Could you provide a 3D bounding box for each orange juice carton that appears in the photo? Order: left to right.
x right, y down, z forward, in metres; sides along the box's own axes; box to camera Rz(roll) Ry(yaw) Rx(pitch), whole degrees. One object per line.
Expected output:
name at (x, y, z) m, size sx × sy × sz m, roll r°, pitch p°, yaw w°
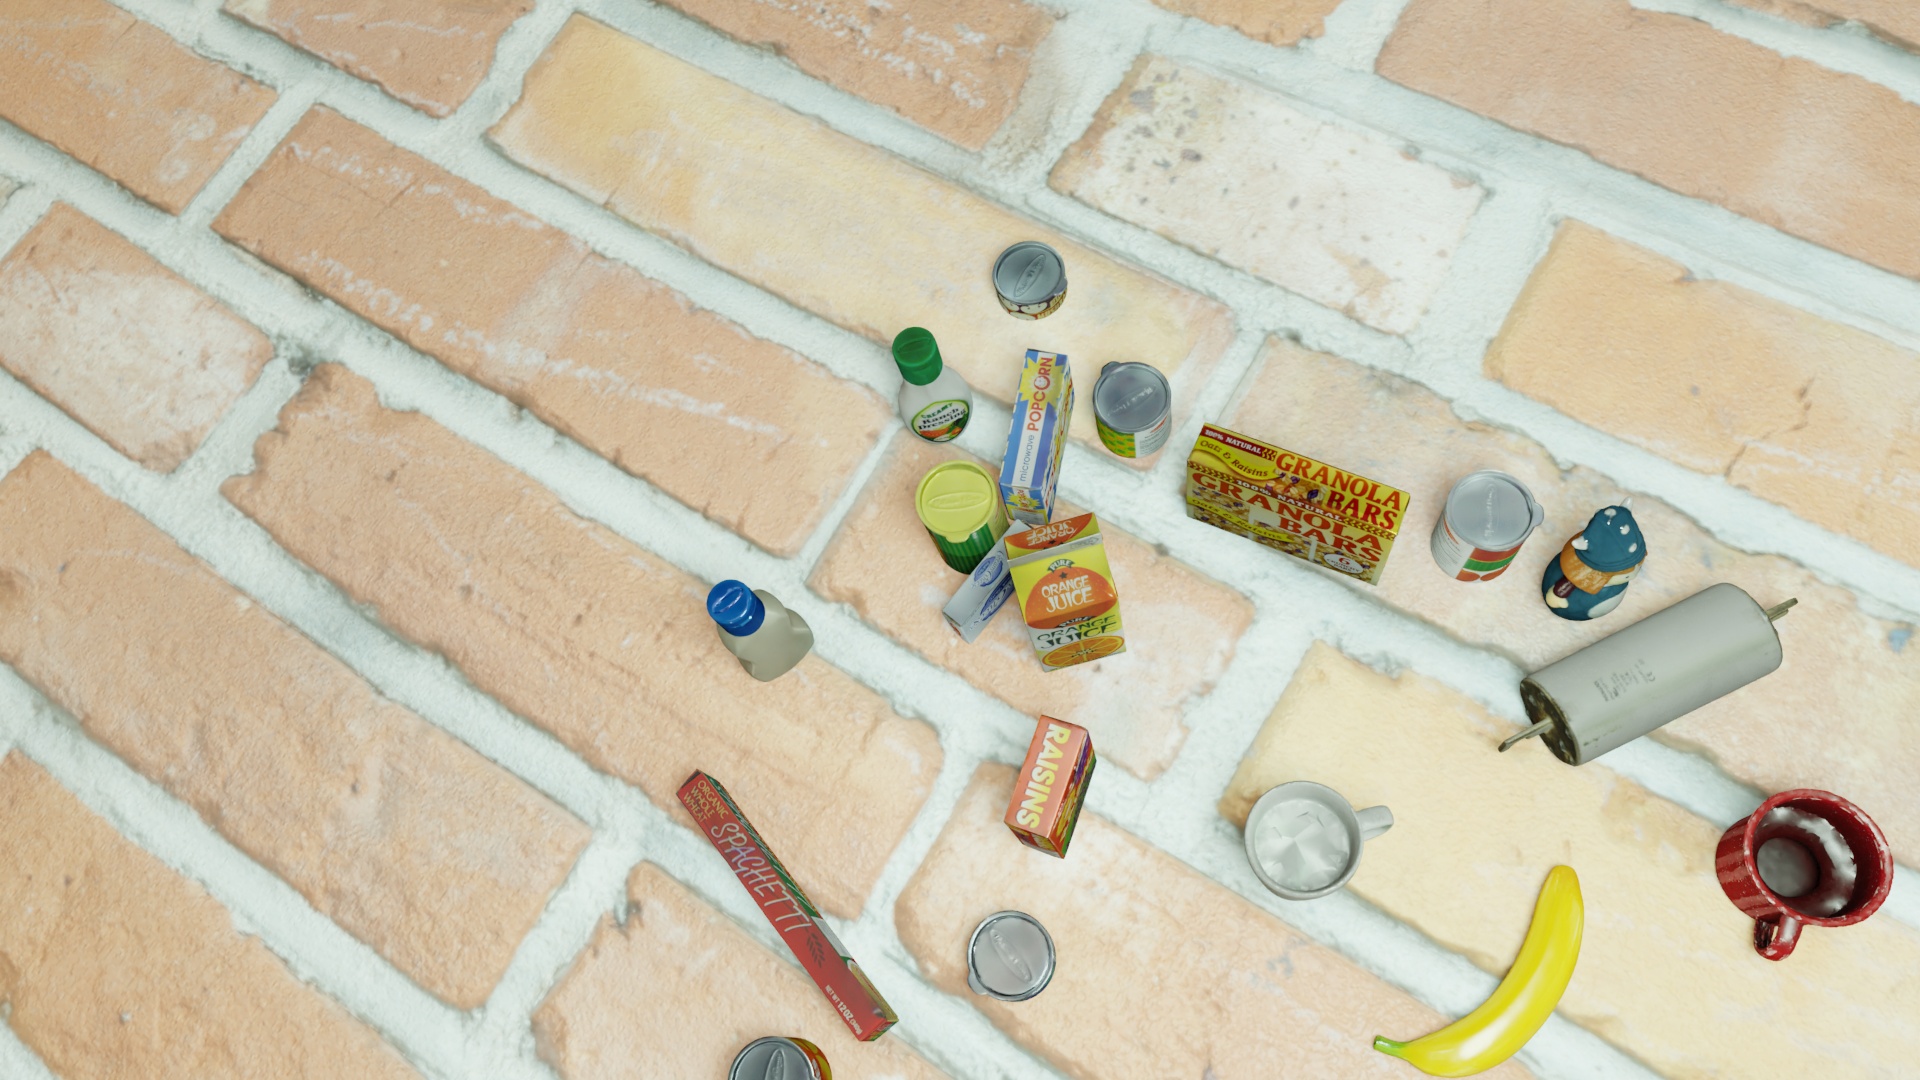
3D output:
orange juice carton at (0.081, 0.037, 1.070) m, size 0.072 × 0.192 × 0.073 m, roll -15°, pitch 68°, yaw 4°

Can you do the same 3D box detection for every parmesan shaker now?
parmesan shaker at (0.004, -0.014, 1.151) m, size 0.071 × 0.102 × 0.071 m, roll -3°, pitch 69°, yaw 8°

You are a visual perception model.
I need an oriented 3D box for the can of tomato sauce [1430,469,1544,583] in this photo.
can of tomato sauce at (0.412, -0.010, 1.093) m, size 0.071 × 0.083 × 0.071 m, roll -3°, pitch 69°, yaw 8°

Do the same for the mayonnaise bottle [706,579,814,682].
mayonnaise bottle at (-0.165, 0.070, 1.122) m, size 0.065 × 0.147 × 0.041 m, roll -40°, pitch 69°, yaw -6°

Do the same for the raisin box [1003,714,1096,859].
raisin box at (0.070, 0.189, 1.052) m, size 0.040 × 0.123 × 0.086 m, roll 17°, pitch 74°, yaw 15°

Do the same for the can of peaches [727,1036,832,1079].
can of peaches at (-0.132, 0.406, 1.038) m, size 0.071 × 0.058 × 0.071 m, roll -3°, pitch 69°, yaw 8°

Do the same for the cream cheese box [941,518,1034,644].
cream cheese box at (0.028, 0.034, 1.155) m, size 0.024 × 0.053 × 0.104 m, roll 36°, pitch 79°, yaw 19°

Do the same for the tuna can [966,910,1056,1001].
tuna can at (0.038, 0.318, 1.057) m, size 0.071 × 0.032 × 0.071 m, roll -3°, pitch 69°, yaw 8°

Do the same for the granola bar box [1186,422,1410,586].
granola bar box at (0.264, -0.028, 1.102) m, size 0.166 × 0.124 × 0.039 m, roll 22°, pitch 75°, yaw 16°

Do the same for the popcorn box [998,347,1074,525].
popcorn box at (0.066, -0.086, 1.178) m, size 0.038 × 0.085 × 0.127 m, roll 8°, pitch 71°, yaw 12°

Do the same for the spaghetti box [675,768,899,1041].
spaghetti box at (-0.138, 0.284, 1.089) m, size 0.029 × 0.050 × 0.250 m, roll -40°, pitch 69°, yaw -6°

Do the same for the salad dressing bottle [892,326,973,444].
salad dressing bottle at (-0.027, -0.131, 1.176) m, size 0.064 × 0.147 × 0.044 m, roll -20°, pitch 68°, yaw 2°

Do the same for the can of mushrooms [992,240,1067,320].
can of mushrooms at (0.066, -0.235, 1.262) m, size 0.071 × 0.033 × 0.071 m, roll -3°, pitch 69°, yaw 8°

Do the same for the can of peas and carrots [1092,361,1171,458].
can of peas and carrots at (0.146, -0.112, 1.189) m, size 0.071 × 0.058 × 0.071 m, roll -3°, pitch 69°, yaw 8°
